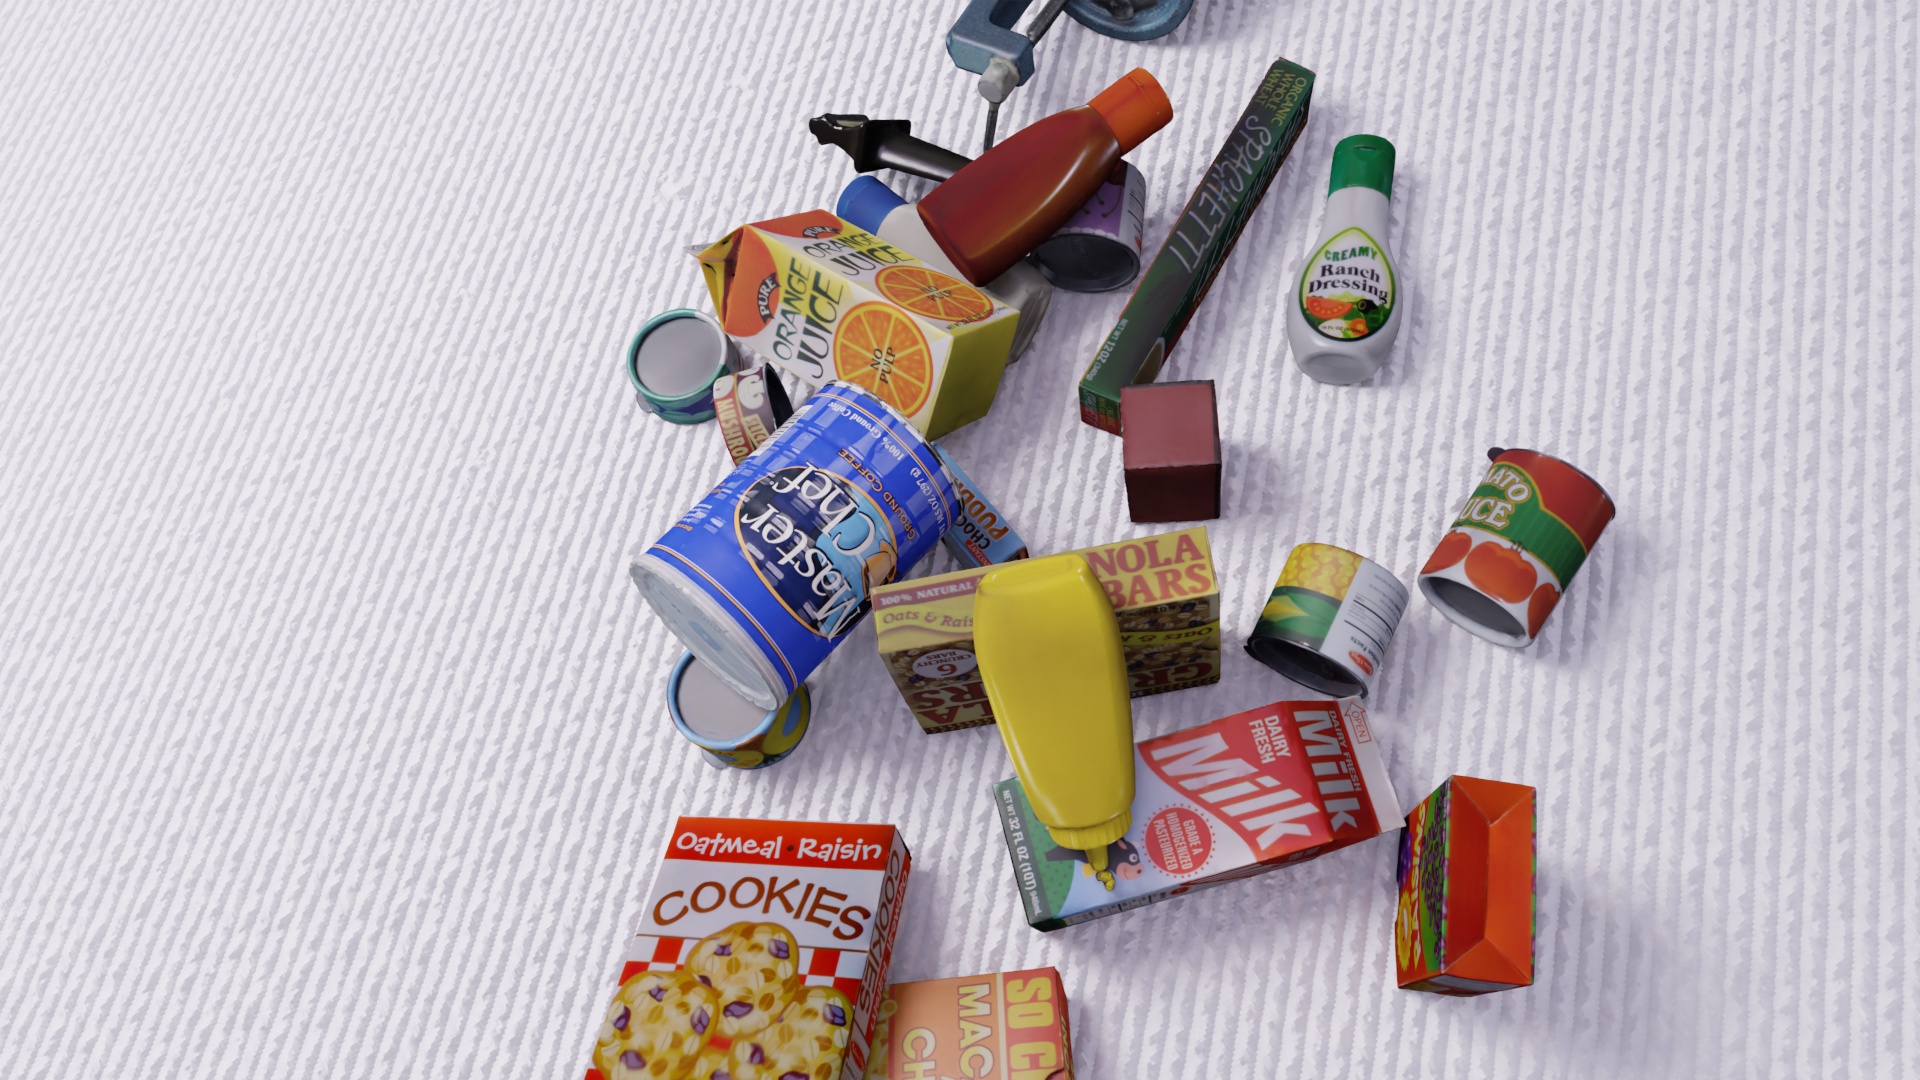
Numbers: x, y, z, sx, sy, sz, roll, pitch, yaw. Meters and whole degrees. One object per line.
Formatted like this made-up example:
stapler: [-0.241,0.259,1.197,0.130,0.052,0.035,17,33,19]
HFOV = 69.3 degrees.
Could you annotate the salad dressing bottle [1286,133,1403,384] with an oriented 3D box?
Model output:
salad dressing bottle: [0.227,-0.165,0.809,0.064,0.044,0.148,8,71,13]

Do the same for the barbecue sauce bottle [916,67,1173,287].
barbecue sauce bottle: [0.051,-0.209,0.783,0.148,0.043,0.065,-37,59,0]

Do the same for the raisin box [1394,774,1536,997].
raisin box: [0.230,0.163,0.641,0.040,0.123,0.086,5,71,10]

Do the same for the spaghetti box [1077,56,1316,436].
spaghetti box: [0.142,-0.176,0.823,0.029,0.050,0.250,28,76,15]

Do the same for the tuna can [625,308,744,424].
tuna can: [-0.172,-0.106,0.854,0.071,0.032,0.071,-3,69,7]

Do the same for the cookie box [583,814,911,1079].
cookie box: [-0.101,0.216,0.681,0.123,0.040,0.168,0,45,14]

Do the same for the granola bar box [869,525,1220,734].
granola bar box: [0.049,0.051,0.711,0.165,0.123,0.039,-11,62,5]

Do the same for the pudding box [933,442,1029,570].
pudding box: [0.003,-0.010,0.782,0.030,0.049,0.084,-37,69,-7]

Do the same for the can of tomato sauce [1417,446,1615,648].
can of tomato sauce: [0.287,0.003,0.723,0.071,0.071,0.083,33,78,19]

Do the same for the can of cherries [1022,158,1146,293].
can of cherries: [0.074,-0.189,0.830,0.071,0.071,0.058,3,70,10]

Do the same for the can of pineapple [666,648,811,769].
can of pineapple: [-0.121,0.089,0.759,0.071,0.057,0.071,-3,70,8]

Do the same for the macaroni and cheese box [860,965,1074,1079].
macaroni and cheese box: [-0.028,0.277,0.662,0.166,0.040,0.124,-9,47,6]

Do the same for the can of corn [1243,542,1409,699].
can of corn: [0.190,0.041,0.726,0.071,0.071,0.058,25,75,17]

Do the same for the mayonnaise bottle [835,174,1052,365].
mayonnaise bottle: [-0.014,-0.169,0.842,0.148,0.041,0.064,42,123,23]

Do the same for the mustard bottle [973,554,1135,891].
mustard bottle: [0.049,0.088,0.635,0.065,0.049,0.159,-11,105,7]

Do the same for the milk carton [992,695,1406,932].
milk carton: [0.119,0.135,0.696,0.191,0.073,0.072,-16,69,3]

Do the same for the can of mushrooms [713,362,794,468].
can of mushrooms: [-0.118,-0.067,0.812,0.033,0.071,0.071,-17,68,4]

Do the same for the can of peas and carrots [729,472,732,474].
can of peas and carrots: [-0.123,0.003,0.788,0.071,0.070,0.059,32,78,18]

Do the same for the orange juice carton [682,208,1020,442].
orange juice carton: [-0.069,-0.136,0.811,0.193,0.072,0.072,31,34,21]
